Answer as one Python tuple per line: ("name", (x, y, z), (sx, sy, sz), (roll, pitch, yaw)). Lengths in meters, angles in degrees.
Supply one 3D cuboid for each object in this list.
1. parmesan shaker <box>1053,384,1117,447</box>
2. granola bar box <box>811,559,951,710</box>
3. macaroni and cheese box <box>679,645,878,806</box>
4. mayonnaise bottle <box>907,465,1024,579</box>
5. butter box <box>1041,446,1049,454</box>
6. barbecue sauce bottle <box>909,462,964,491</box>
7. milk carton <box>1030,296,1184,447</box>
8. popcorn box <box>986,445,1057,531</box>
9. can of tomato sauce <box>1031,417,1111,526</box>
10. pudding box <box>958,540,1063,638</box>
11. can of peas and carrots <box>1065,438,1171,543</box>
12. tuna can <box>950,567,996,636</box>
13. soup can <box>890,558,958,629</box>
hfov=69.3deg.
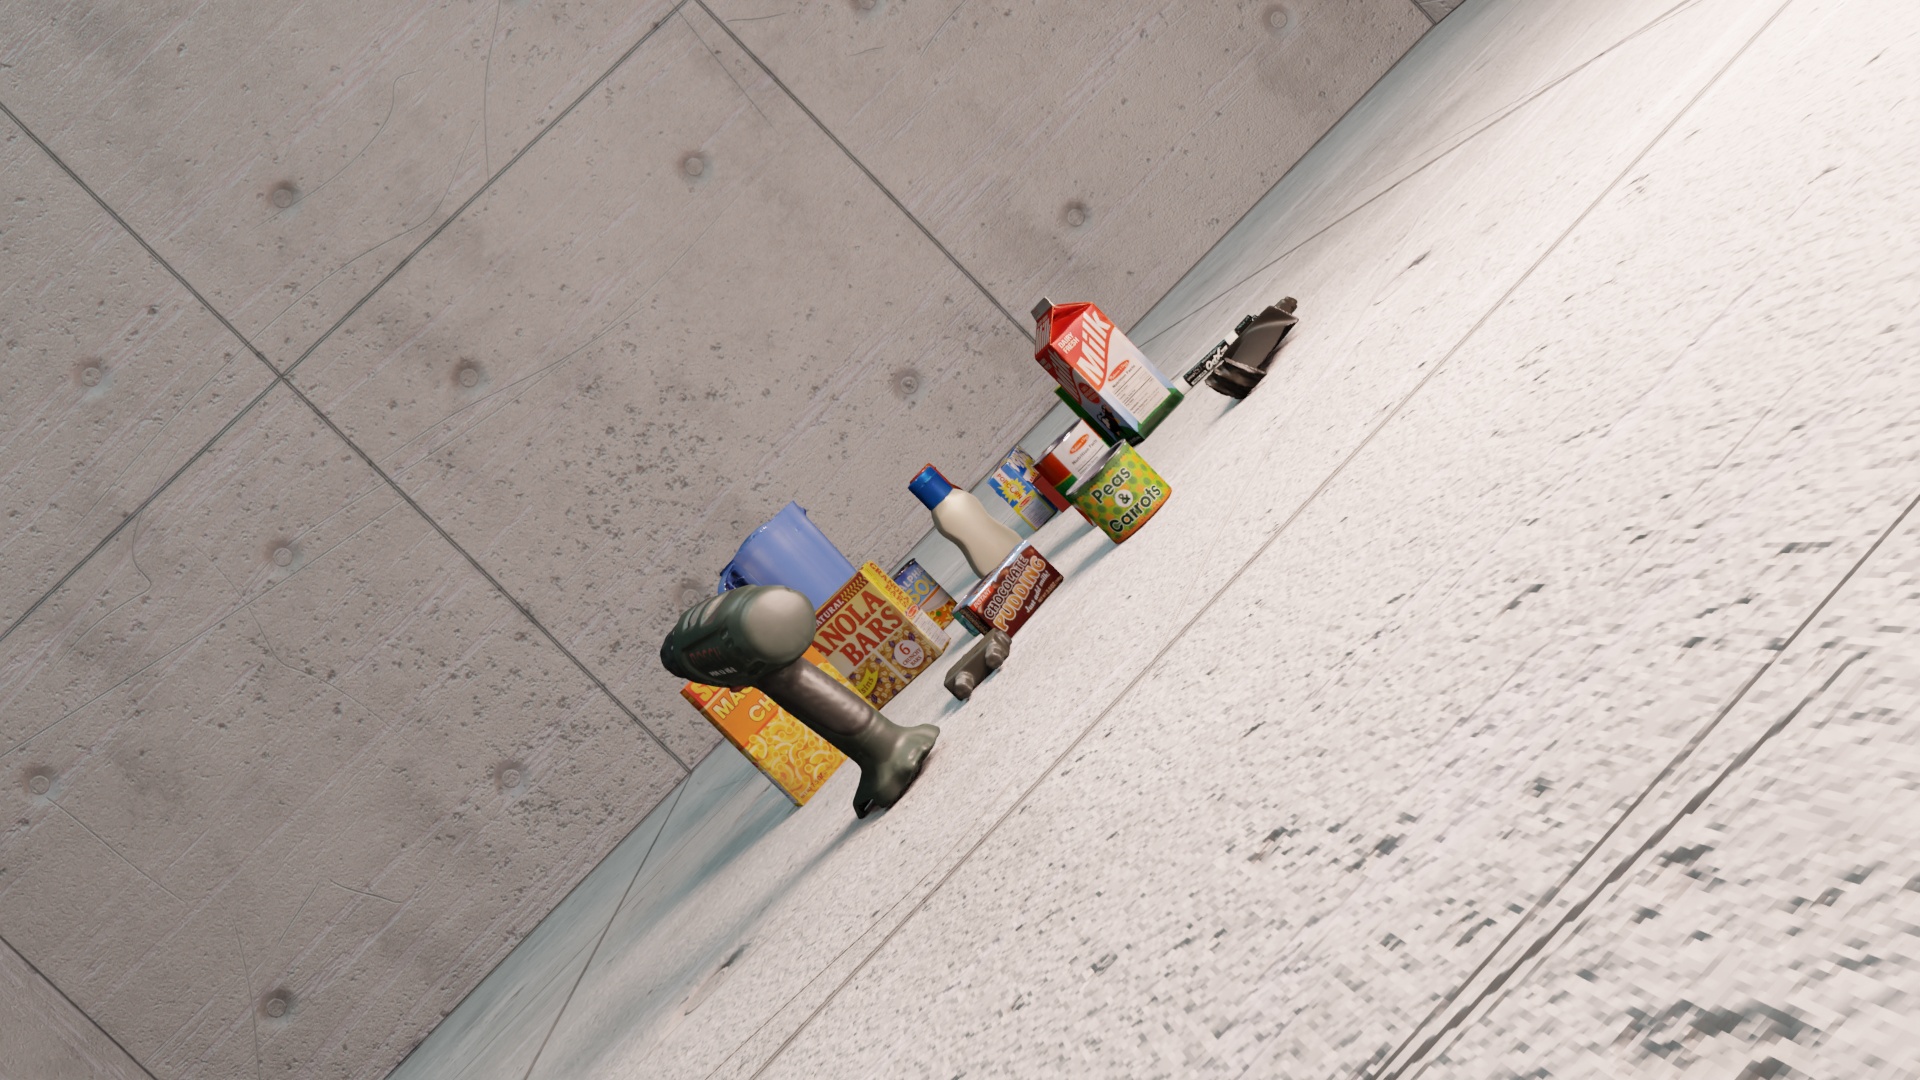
("parmesan shaker", (0.174, -0.170, 1.696), (0.071, 0.103, 0.071), (-45, 4, 4))
("granola bar box", (-0.111, 0.119, 1.491), (0.165, 0.124, 0.039), (-43, 4, 24))
("macaroni and cheese box", (-0.180, 0.166, 1.403), (0.124, 0.166, 0.040), (-46, 4, -22))
("mayonnaise bottle", (0.006, -0.019, 1.547), (0.065, 0.148, 0.041), (-46, 4, -15))
("butter box", (0.126, -0.094, 1.769), (0.024, 0.053, 0.104), (-44, 4, 13))
("barbecue sauce bottle", (0.001, -0.033, 1.730), (0.043, 0.148, 0.065), (-43, 4, 24))
("milk carton", (0.153, -0.198, 1.564), (0.073, 0.190, 0.072), (-46, 4, -13))
("popcorn box", (0.082, -0.066, 1.708), (0.038, 0.085, 0.127), (-44, 4, 16))
("can of tomato sauce", (0.119, -0.064, 1.314), (0.071, 0.083, 0.071), (-45, 4, 4))
("pudding box", (0.044, 0.046, 1.200), (0.084, 0.049, 0.030), (-47, 4, -23))
("can of peas and carrots", (0.130, -0.039, 1.130), (0.071, 0.058, 0.071), (-45, 4, 4))
("tuna can", (0.024, 0.061, 1.365), (0.071, 0.033, 0.071), (-45, 4, 4))
("soup can", (-0.048, 0.071, 1.633), (0.071, 0.084, 0.071), (-45, 4, 4))
